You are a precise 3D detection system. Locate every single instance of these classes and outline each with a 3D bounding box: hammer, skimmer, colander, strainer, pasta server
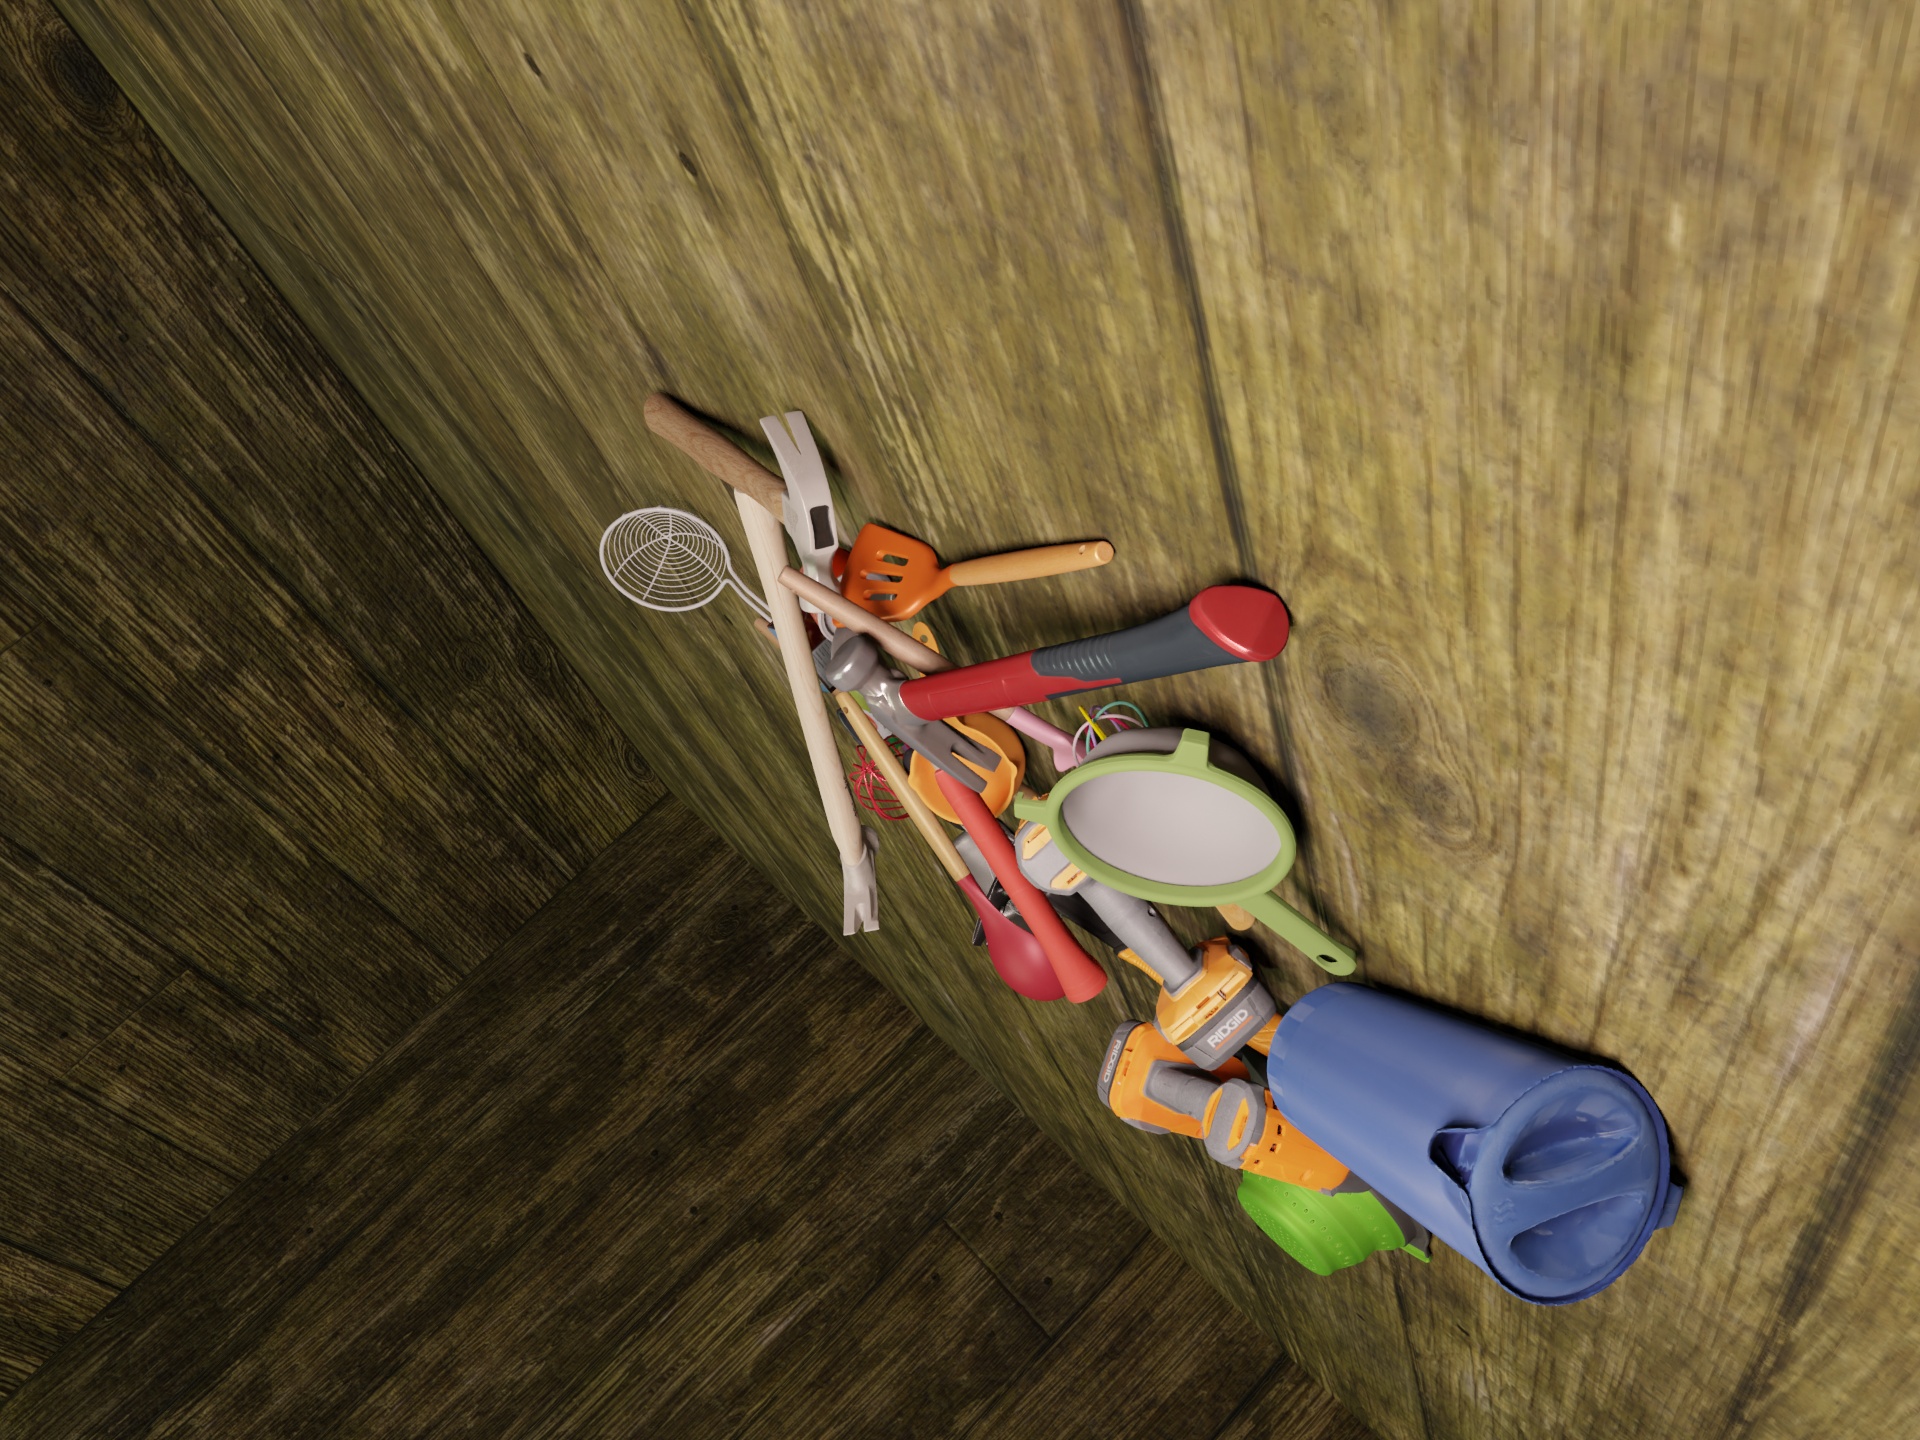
[{"bbox_3d":[-0.128,-0.009,1.367,0.146,0.038,0.410,-98,-4,-61],"label":"hammer"},{"bbox_3d":[0.011,0.074,1.208,0.359,0.036,0.149,58,-170,-17],"label":"hammer"},{"bbox_3d":[-0.175,-0.198,1.216,0.332,0.031,0.130,39,139,51],"label":"hammer"},{"bbox_3d":[-0.197,-0.084,1.544,0.363,0.090,0.127,39,133,19],"label":"skimmer"},{"bbox_3d":[0.158,0.203,1.301,0.337,0.127,0.034,29,-175,34],"label":"hammer"},{"bbox_3d":[0.280,0.388,1.457,0.396,0.094,0.205,52,165,-21],"label":"colander"},{"bbox_3d":[0.168,0.074,0.992,0.256,0.069,0.151,37,140,-28],"label":"strainer"},{"bbox_3d":[0.009,-0.013,1.096,0.316,0.040,0.060,31,161,-12],"label":"pasta server"},{"bbox_3d":[0.061,-0.018,0.935,0.143,0.038,0.386,39,157,-22],"label":"hammer"}]

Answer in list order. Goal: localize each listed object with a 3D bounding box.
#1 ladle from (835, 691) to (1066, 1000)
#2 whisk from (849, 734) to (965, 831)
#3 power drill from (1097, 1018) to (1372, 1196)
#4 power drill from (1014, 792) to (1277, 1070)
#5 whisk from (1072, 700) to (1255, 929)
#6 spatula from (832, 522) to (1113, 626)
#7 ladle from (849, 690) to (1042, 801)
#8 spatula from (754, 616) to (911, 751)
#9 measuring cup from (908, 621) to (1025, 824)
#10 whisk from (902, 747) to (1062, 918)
[{"bbox_3d":[-0.011,0.107,1.315,0.069,0.031,0.315,-32,93,43],"label":"ladle"},{"bbox_3d":[-0.032,0.068,1.466,0.073,0.073,0.295,40,-178,22],"label":"whisk"},{"bbox_3d":[0.223,0.306,1.234,0.164,0.084,0.226,22,174,-23],"label":"power drill"},{"bbox_3d":[0.130,0.143,1.211,0.226,0.084,0.185,46,-173,-1],"label":"power drill"},{"bbox_3d":[0.143,0.067,1.082,0.047,0.051,0.244,15,153,48],"label":"whisk"},{"bbox_3d":[0.002,-0.098,1.016,0.041,0.081,0.323,21,172,-25],"label":"spatula"},{"bbox_3d":[0.022,0.027,1.344,0.320,0.062,0.078,35,166,16],"label":"ladle"},{"bbox_3d":[-0.102,-0.016,1.607,0.316,0.018,0.059,38,166,26],"label":"spatula"},{"bbox_3d":[-0.002,-0.004,1.275,0.095,0.052,0.173,-9,108,24],"label":"measuring cup"},{"bbox_3d":[0.028,0.103,1.411,0.070,0.070,0.284,31,168,46],"label":"whisk"}]
